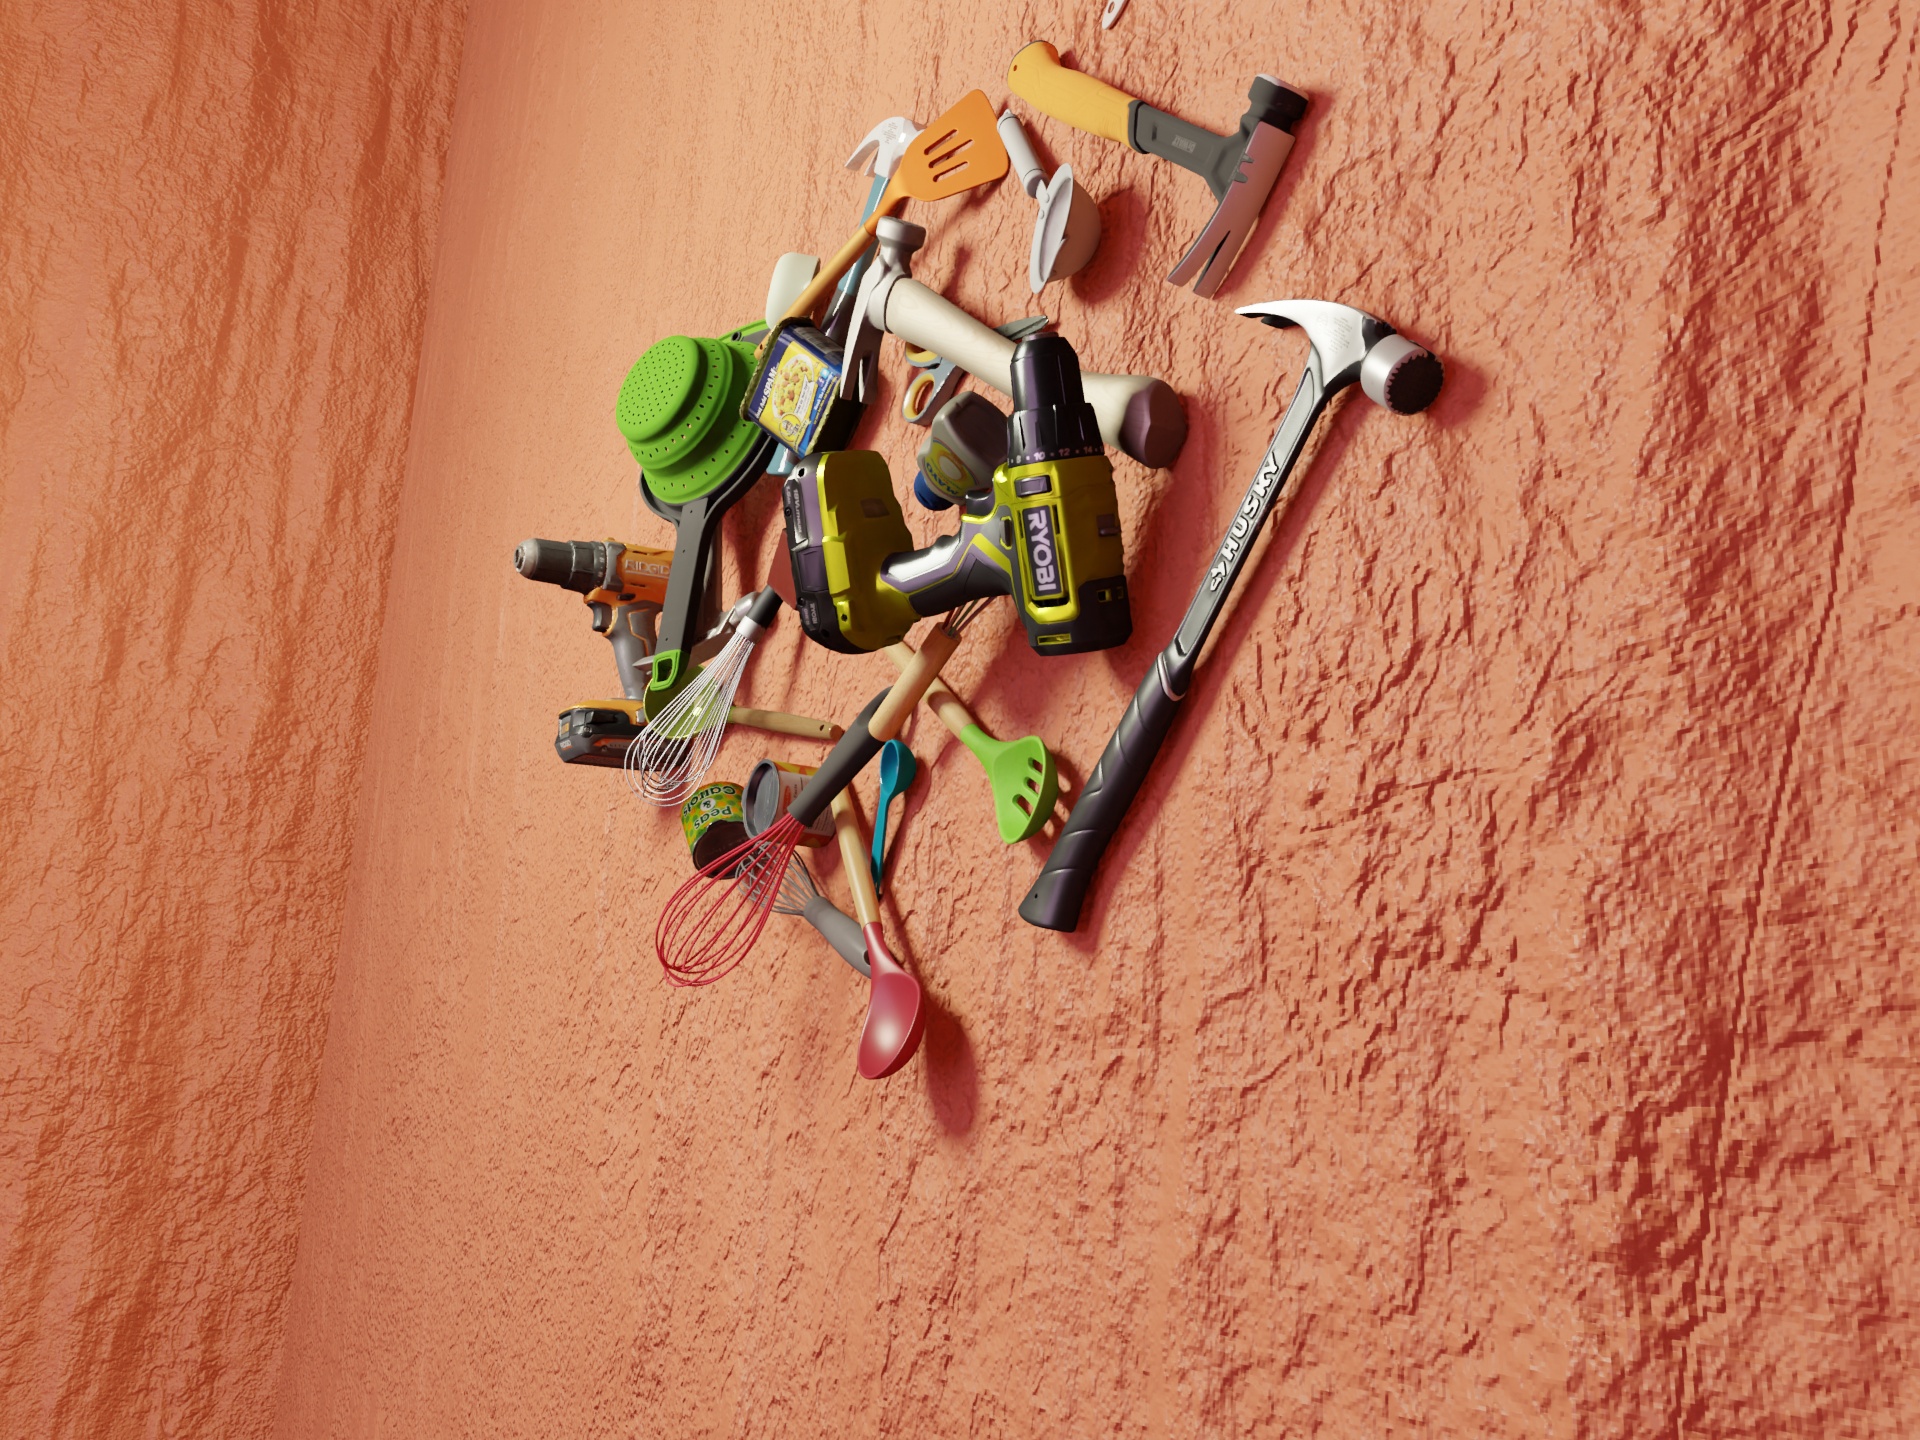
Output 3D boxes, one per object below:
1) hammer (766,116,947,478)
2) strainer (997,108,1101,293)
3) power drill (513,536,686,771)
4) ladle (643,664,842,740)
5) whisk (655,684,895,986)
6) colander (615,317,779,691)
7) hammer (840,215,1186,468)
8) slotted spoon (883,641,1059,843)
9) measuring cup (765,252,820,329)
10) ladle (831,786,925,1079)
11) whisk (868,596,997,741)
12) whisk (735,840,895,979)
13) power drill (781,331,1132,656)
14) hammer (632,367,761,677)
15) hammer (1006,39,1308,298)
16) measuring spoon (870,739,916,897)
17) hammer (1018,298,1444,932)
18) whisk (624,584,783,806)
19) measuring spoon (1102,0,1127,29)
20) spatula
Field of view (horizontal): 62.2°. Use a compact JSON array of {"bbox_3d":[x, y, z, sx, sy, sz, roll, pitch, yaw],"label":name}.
[{"bbox_3d":[-0.102,-0.361,1.391,0.128,0.033,0.331,50,123,52],"label":"hammer"},{"bbox_3d":[0.058,-0.376,1.122,0.259,0.050,0.086,-104,27,-45],"label":"strainer"},{"bbox_3d":[-0.352,-0.071,1.572,0.084,0.185,0.226,-17,69,55],"label":"power drill"},{"bbox_3d":[-0.196,-0.007,1.412,0.320,0.062,0.078,8,73,57],"label":"ladle"},{"bbox_3d":[-0.136,0.088,1.214,0.296,0.073,0.073,-50,36,7],"label":"whisk"},{"bbox_3d":[-0.267,-0.221,1.477,0.204,0.094,0.397,-12,61,37],"label":"colander"},{"bbox_3d":[0.023,-0.244,1.116,0.411,0.038,0.146,43,122,51],"label":"hammer"},{"bbox_3d":[-0.002,-0.004,1.113,0.314,0.031,0.070,48,120,56],"label":"slotted spoon"},{"bbox_3d":[-0.166,-0.345,1.449,0.083,0.038,0.167,180,106,-86],"label":"measuring cup"},{"bbox_3d":[-0.070,0.133,1.156,0.069,0.031,0.316,-46,36,22],"label":"ladle"},{"bbox_3d":[0.006,-0.074,1.088,0.245,0.047,0.051,-54,29,28],"label":"whisk"},{"bbox_3d":[-0.114,0.148,1.231,0.239,0.055,0.055,28,105,54],"label":"whisk"},{"bbox_3d":[-0.002,-0.132,1.007,0.228,0.080,0.190,-4,97,38],"label":"power drill"},{"bbox_3d":[-0.253,-0.213,1.557,0.149,0.036,0.359,-23,54,26],"label":"hammer"},{"bbox_3d":[0.106,-0.389,1.052,0.127,0.034,0.337,-64,33,21],"label":"hammer"},{"bbox_3d":[-0.050,0.077,1.183,0.042,0.021,0.128,-141,57,-65],"label":"measuring spoon"},{"bbox_3d":[0.125,-0.046,0.905,0.408,0.036,0.149,-65,32,23],"label":"hammer"},{"bbox_3d":[-0.199,-0.052,1.377,0.284,0.070,0.070,-58,32,-1],"label":"whisk"},{"bbox_3d":[0.122,-0.536,1.088,0.124,0.018,0.034,-63,34,26],"label":"measuring spoon"},{"bbox_3d":[-0.079,-0.391,1.318,0.322,0.041,0.081,-34,67,45],"label":"spatula"}]
